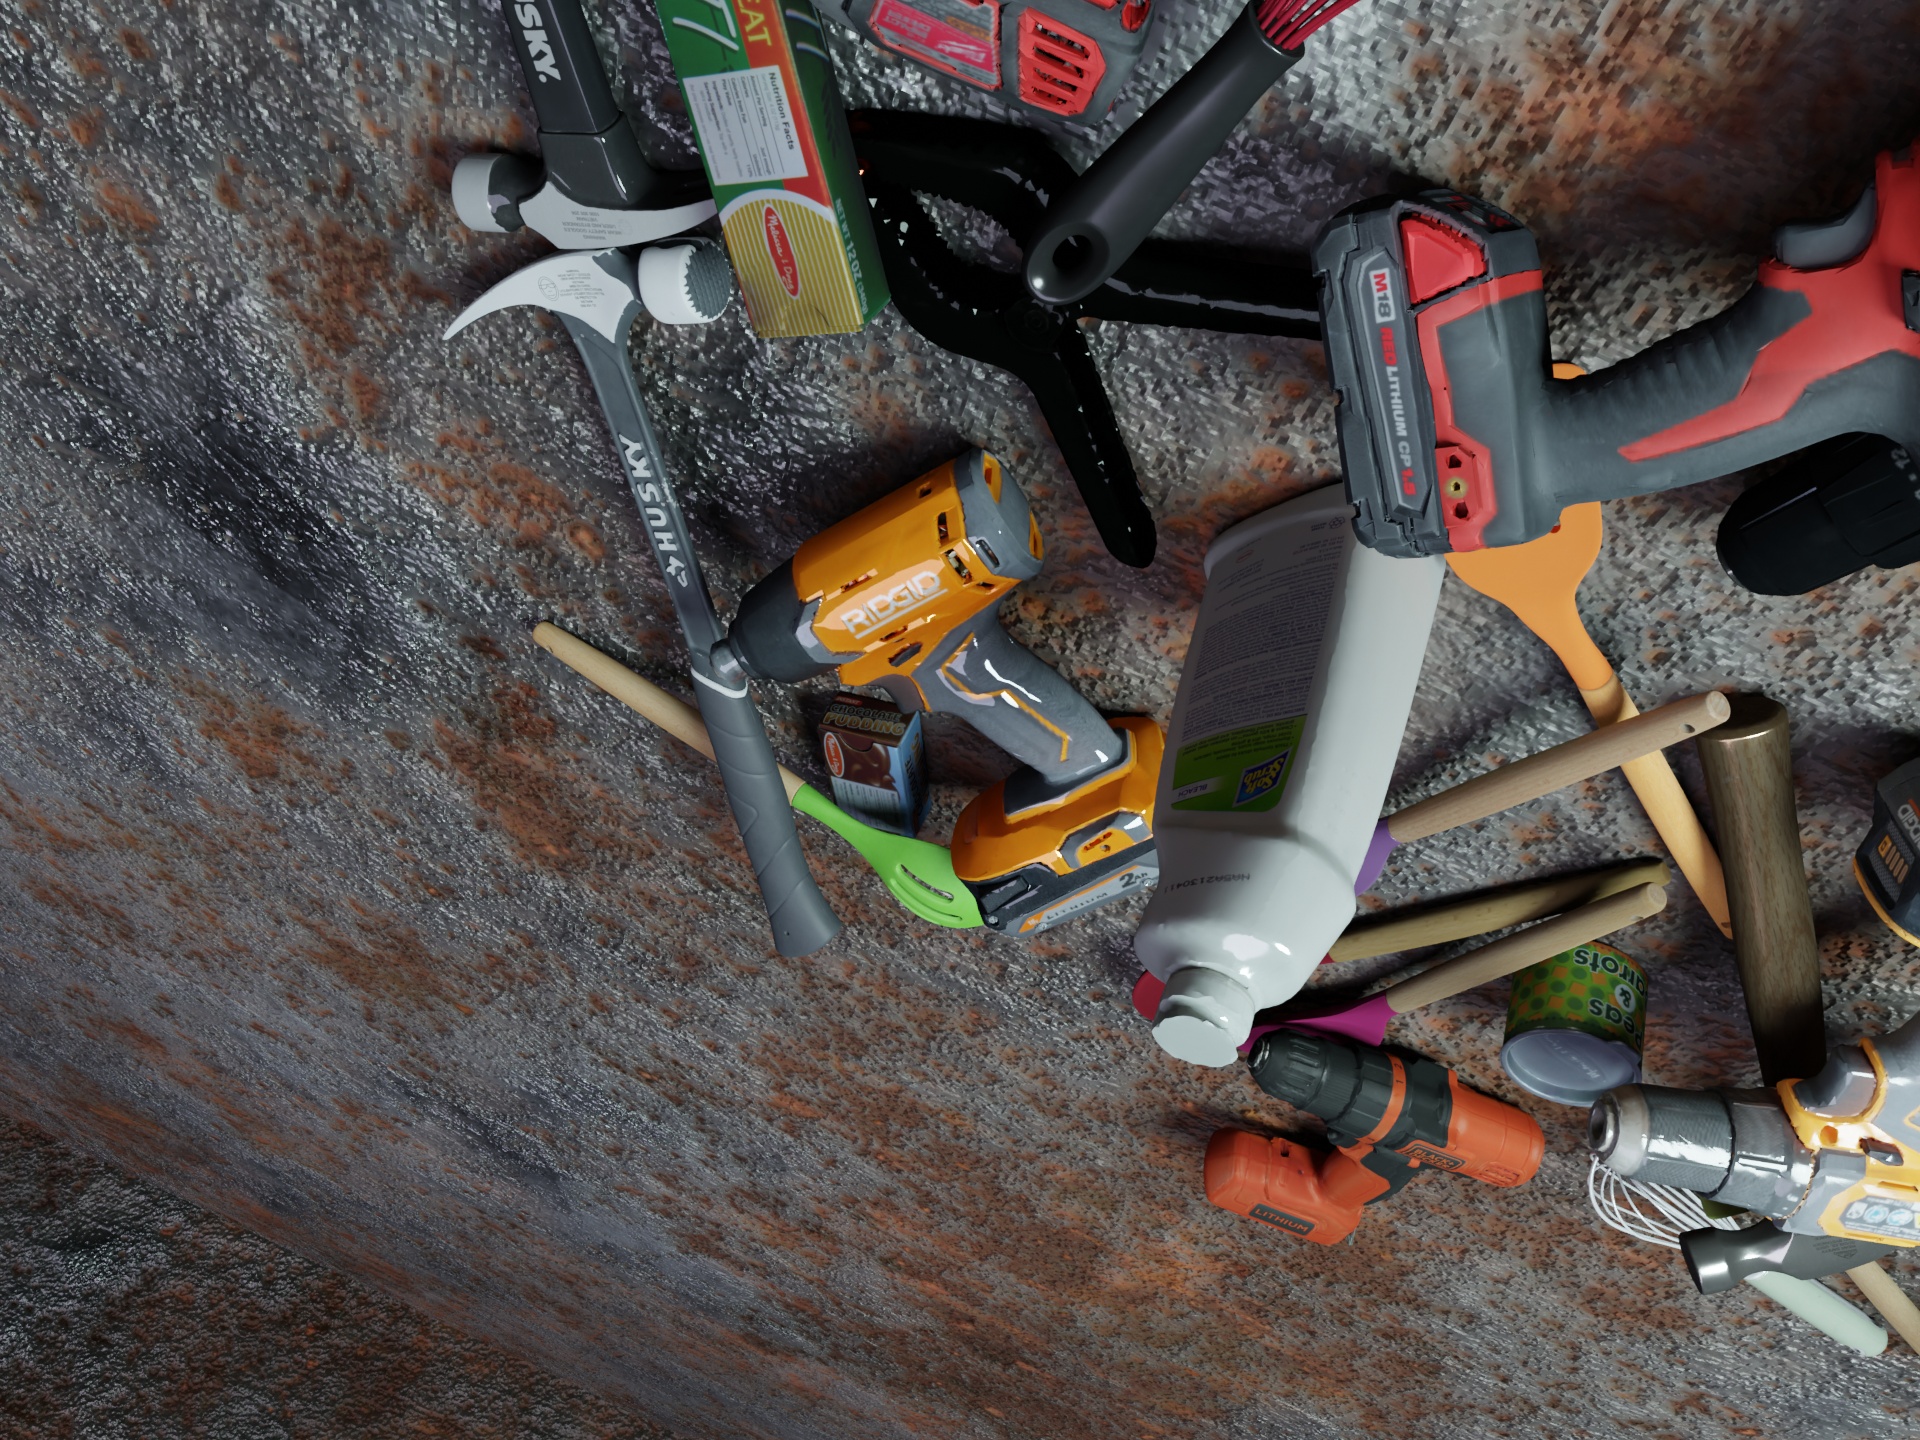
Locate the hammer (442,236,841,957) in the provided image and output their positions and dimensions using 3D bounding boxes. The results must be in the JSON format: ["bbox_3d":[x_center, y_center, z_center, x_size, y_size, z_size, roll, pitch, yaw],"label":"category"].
[{"bbox_3d":[-0.132,-0.038,0.796,0.149,0.036,0.408,6,128,28],"label":"hammer"}]

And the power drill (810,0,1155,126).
[{"bbox_3d":[0.018,-0.279,0.440,0.143,0.079,0.219,20,147,-11],"label":"power drill"}]

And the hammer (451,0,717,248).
[{"bbox_3d":[-0.164,-0.316,0.544,0.146,0.035,0.334,10,139,21],"label":"hammer"}]

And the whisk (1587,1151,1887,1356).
[{"bbox_3d":[0.453,0.307,0.920,0.246,0.059,0.058,34,178,-17],"label":"whisk"}]

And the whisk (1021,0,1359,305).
[{"bbox_3d":[0.107,-0.218,0.469,0.073,0.073,0.295,37,138,-14],"label":"whisk"}]

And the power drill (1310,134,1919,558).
[{"bbox_3d":[0.226,-0.141,0.468,0.227,0.080,0.188,-3,105,36],"label":"power drill"}]

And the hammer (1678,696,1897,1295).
[{"bbox_3d":[0.375,0.132,0.718,0.130,0.031,0.331,-17,117,11],"label":"hammer"}]

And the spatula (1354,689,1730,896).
[{"bbox_3d":[0.222,0.045,0.735,0.059,0.018,0.316,34,150,-11],"label":"spatula"}]

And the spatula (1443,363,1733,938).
[{"bbox_3d":[0.276,-0.010,0.666,0.081,0.041,0.322,-12,133,39],"label":"spatula"}]

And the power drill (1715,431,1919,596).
[{"bbox_3d":[0.390,-0.043,0.518,0.228,0.080,0.190,40,139,-13],"label":"power drill"}]

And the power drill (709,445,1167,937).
[{"bbox_3d":[-0.001,-0.002,0.751,0.164,0.084,0.226,-25,121,20],"label":"power drill"}]

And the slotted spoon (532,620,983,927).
[{"bbox_3d":[-0.112,0.029,0.886,0.314,0.031,0.070,32,146,10],"label":"slotted spoon"}]

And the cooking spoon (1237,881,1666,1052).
[{"bbox_3d":[0.247,0.141,0.841,0.068,0.017,0.318,20,150,-17],"label":"cooking spoon"}]

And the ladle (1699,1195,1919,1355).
[{"bbox_3d":[0.508,0.316,0.888,0.078,0.062,0.320,-33,119,27],"label":"ladle"}]

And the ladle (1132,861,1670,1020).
[{"bbox_3d":[0.218,0.116,0.840,0.069,0.031,0.315,34,141,-31],"label":"ladle"}]

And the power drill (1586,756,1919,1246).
[{"bbox_3d":[0.380,0.126,0.653,0.185,0.084,0.226,8,125,1],"label":"power drill"}]
